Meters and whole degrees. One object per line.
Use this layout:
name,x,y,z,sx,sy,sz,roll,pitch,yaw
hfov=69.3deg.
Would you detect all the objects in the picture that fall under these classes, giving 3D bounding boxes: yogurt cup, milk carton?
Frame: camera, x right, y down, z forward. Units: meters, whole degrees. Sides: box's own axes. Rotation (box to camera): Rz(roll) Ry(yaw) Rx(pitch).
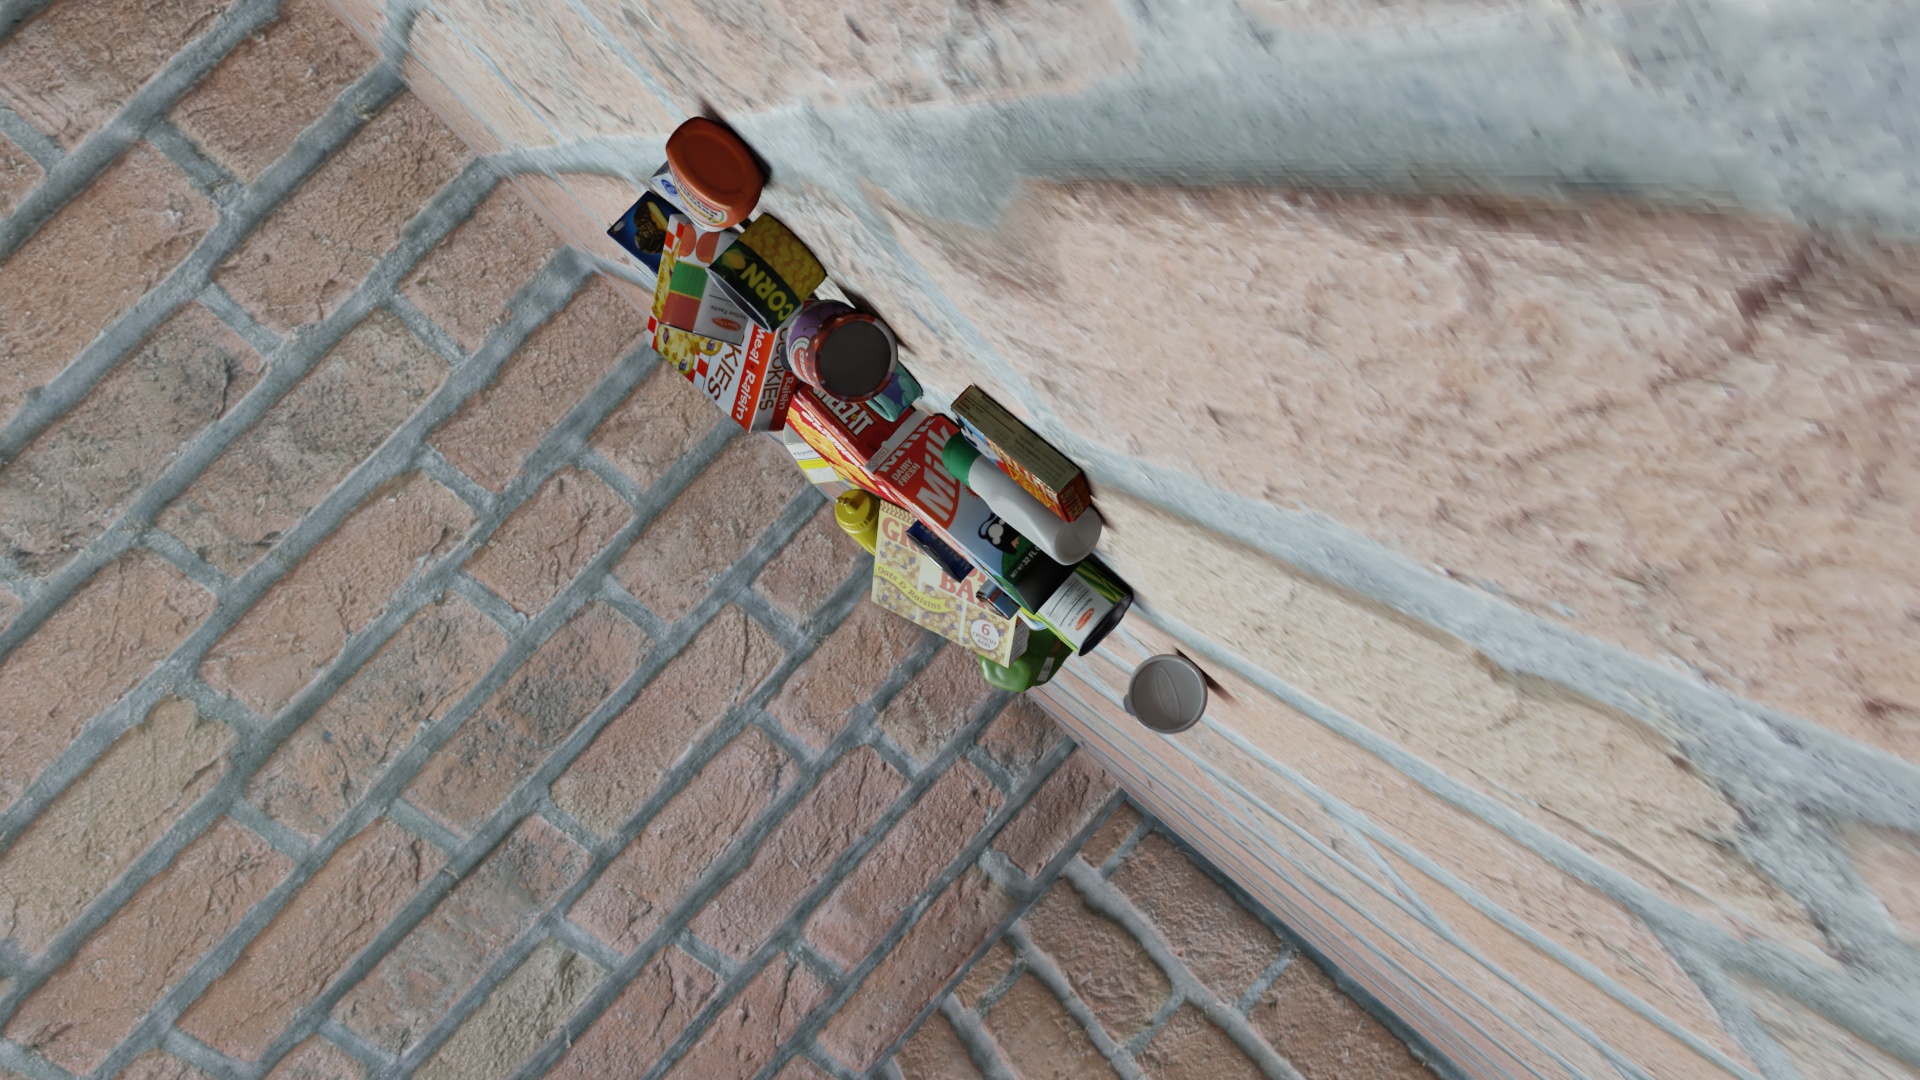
yogurt cup,0.180,0.133,1.195,0.072,0.072,0.054,41,-178,16
milk carton,0.007,-0.032,1.113,0.191,0.072,0.073,40,174,27

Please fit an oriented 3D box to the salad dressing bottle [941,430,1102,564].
salad dressing bottle,0.040,-0.035,1.006,0.148,0.044,0.064,39,175,44

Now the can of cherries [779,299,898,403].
can of cherries,-0.088,-0.136,1.006,0.071,0.071,0.058,47,173,-34

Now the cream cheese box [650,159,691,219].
cream cheese box,-0.205,-0.269,1.067,0.053,0.024,0.104,44,175,-22

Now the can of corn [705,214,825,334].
can of corn,-0.139,-0.192,1.003,0.071,0.058,0.071,43,174,6

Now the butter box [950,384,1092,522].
butter box,0.040,-0.057,0.929,0.104,0.024,0.053,41,173,23

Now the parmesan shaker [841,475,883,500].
parmesan shaker,-0.082,-0.068,1.521,0.071,0.071,0.102,37,171,48

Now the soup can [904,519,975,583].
soup can,0.004,-0.015,1.199,0.071,0.084,0.071,42,174,5

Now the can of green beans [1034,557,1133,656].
can of green beans,0.098,0.051,1.134,0.058,0.071,0.071,42,174,17

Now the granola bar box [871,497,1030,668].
granola bar box,-0.005,0.034,1.346,0.166,0.039,0.123,24,126,25

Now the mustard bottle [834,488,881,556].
mustard bottle,-0.094,-0.020,1.433,0.065,0.049,0.160,46,-179,21

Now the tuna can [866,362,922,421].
tuna can,-0.064,-0.126,1.103,0.071,0.033,0.071,43,174,6

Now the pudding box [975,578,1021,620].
pudding box,0.053,0.025,1.169,0.030,0.084,0.049,41,174,-8

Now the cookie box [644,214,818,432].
cookie box,-0.197,-0.186,1.180,0.040,0.122,0.168,-13,-138,-45

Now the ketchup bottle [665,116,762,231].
ketchup bottle,-0.164,-0.236,0.926,0.064,0.043,0.149,44,175,-10

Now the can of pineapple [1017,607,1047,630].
can of pineapple,0.069,0.036,1.235,0.058,0.071,0.071,46,174,-18

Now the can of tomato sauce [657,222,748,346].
can of tomato sauce,-0.196,-0.202,1.095,0.071,0.083,0.071,16,-174,-2
